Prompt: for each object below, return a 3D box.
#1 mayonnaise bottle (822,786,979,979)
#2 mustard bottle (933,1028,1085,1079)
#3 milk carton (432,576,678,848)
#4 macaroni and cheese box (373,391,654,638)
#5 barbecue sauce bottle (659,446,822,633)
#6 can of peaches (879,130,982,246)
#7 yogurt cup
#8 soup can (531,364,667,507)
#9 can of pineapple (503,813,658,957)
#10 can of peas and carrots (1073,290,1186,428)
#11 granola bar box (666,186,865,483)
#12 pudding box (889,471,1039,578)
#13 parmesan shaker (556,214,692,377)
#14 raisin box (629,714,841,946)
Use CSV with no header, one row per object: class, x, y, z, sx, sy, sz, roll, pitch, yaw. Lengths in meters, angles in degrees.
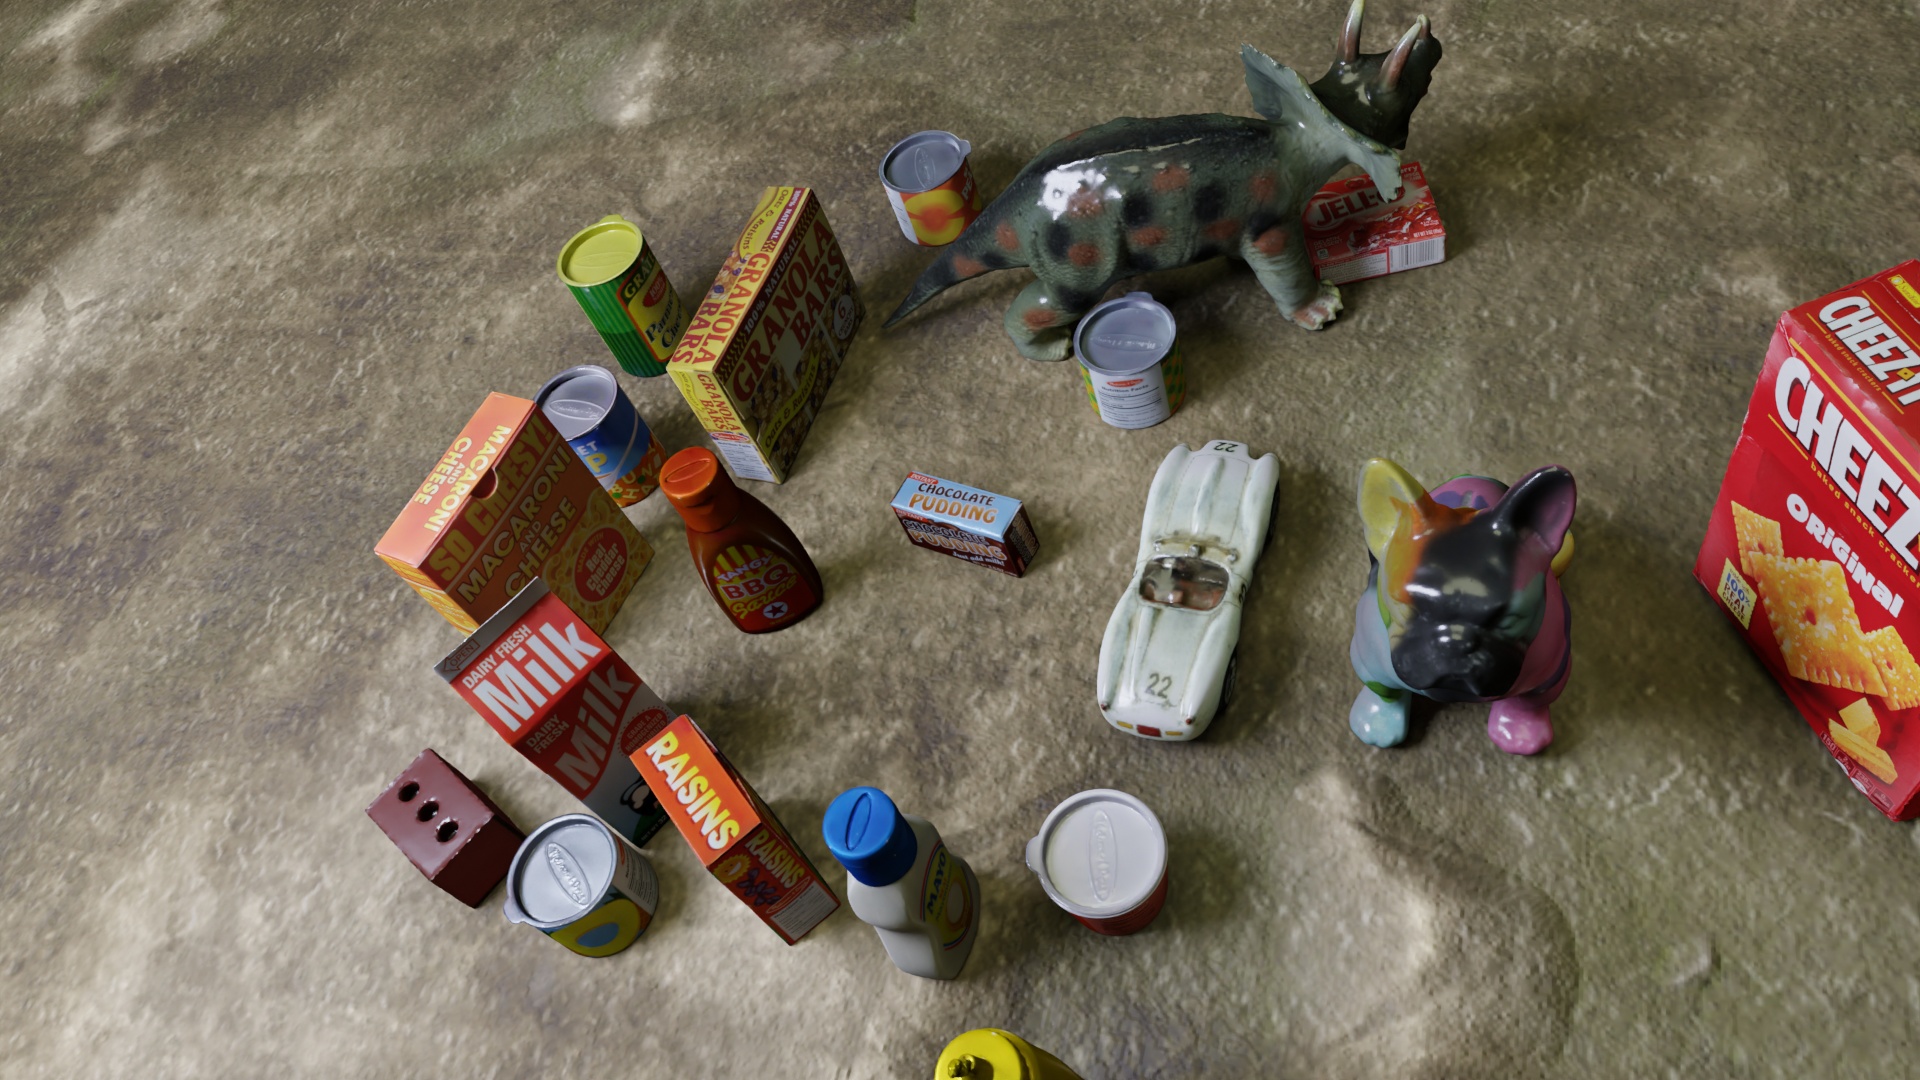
mayonnaise bottle,-0.028,0.169,0.695,0.041,0.147,0.065,4,58,20
mustard bottle,0.021,0.249,0.617,0.065,0.159,0.049,-5,56,14
milk carton,-0.216,0.093,0.780,0.073,0.189,0.072,35,72,33
macaroni and cheese box,-0.271,0.007,0.872,0.040,0.165,0.124,14,62,25
barbecue sauce bottle,-0.136,0.000,0.846,0.065,0.148,0.044,-23,53,1
can of peaches,-0.019,-0.266,1.051,0.071,0.057,0.071,-8,55,12
yogurt cup,0.077,0.170,0.721,0.072,0.053,0.073,-8,55,12
soup can,-0.253,-0.069,0.971,0.071,0.083,0.072,-8,55,12
can of pineapple,-0.215,0.198,0.790,0.071,0.057,0.071,-8,55,12
can of peas and carrots,0.112,-0.117,0.907,0.071,0.058,0.071,-8,55,12
granola bar box,-0.127,-0.141,0.956,0.039,0.123,0.166,9,60,23
pudding box,0.003,-0.011,0.872,0.084,0.049,0.030,17,63,27
parmesan shaker,-0.244,-0.180,1.033,0.071,0.102,0.071,-8,55,12
raisin box,-0.119,0.157,0.747,0.040,0.123,0.086,-38,54,-10
